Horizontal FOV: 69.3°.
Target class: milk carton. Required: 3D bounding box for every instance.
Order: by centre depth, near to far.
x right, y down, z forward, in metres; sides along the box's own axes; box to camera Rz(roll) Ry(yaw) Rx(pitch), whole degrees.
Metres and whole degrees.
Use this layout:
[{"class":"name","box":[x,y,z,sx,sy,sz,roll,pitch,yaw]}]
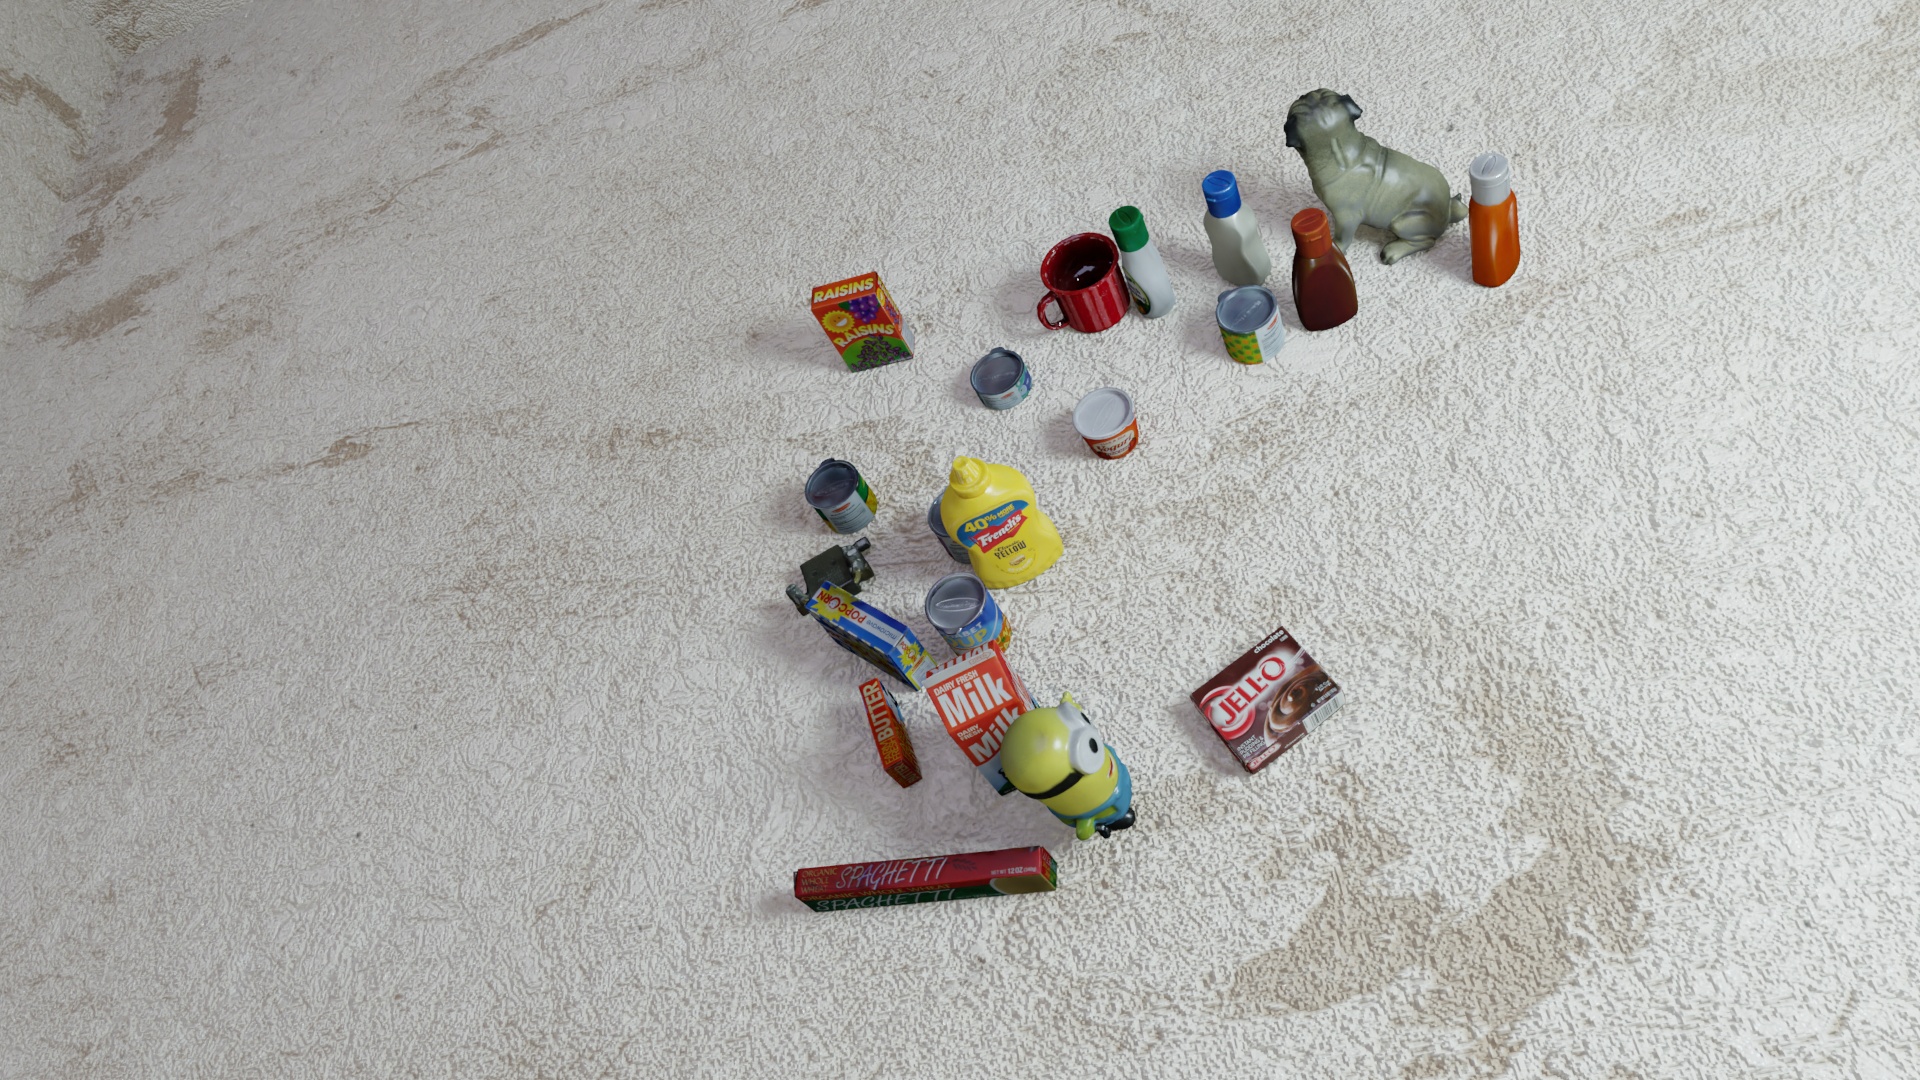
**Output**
[{"class":"milk carton","box":[0.028,0.158,1.286,0.072,0.190,0.074,-27,52,5]}]

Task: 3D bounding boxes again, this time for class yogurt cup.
[{"class":"yogurt cup","box":[0.161,-0.124,1.504,0.072,0.053,0.073,-11,55,17]}]

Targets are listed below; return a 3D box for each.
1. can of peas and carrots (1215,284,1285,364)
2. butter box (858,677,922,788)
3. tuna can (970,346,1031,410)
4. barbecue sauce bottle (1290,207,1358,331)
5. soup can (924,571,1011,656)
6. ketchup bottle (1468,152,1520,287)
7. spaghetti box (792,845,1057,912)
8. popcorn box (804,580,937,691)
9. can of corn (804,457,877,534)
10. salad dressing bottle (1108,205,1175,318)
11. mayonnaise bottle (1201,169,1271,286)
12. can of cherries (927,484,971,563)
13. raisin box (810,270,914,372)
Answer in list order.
[{"class":"can of peas and carrots","box":[0.313,-0.234,1.508,0.071,0.058,0.071,-11,55,17]},{"class":"butter box","box":[-0.070,0.193,1.393,0.024,0.053,0.104,-26,52,6]},{"class":"tuna can","box":[0.047,-0.188,1.610,0.071,0.032,0.071,-11,55,17]},{"class":"barbecue sauce bottle","box":[0.376,-0.284,1.456,0.065,0.148,0.044,-20,53,11]},{"class":"soup can","box":[0.008,0.083,1.413,0.071,0.083,0.072,-12,55,17]},{"class":"ketchup bottle","box":[0.542,-0.328,1.412,0.043,0.148,0.065,19,68,33]},{"class":"spaghetti box","box":[-0.035,0.317,1.296,0.250,0.050,0.029,-10,55,18]},{"class":"popcorn box","box":[-0.092,0.099,1.445,0.127,0.085,0.038,27,72,35]},{"class":"can of corn","box":[-0.136,-0.051,1.582,0.071,0.058,0.071,-11,55,17]},{"class":"salad dressing bottle","box":[0.202,-0.311,1.551,0.044,0.147,0.064,-32,51,1]},{"class":"mayonnaise bottle","box":[0.299,-0.343,1.530,0.065,0.147,0.041,26,72,35]},{"class":"can of cherries","box":[0.005,-0.019,1.499,0.071,0.058,0.072,-11,55,17]},{"class":"raisin box","box":[-0.116,-0.262,1.674,0.086,0.123,0.040,-11,55,17]}]
